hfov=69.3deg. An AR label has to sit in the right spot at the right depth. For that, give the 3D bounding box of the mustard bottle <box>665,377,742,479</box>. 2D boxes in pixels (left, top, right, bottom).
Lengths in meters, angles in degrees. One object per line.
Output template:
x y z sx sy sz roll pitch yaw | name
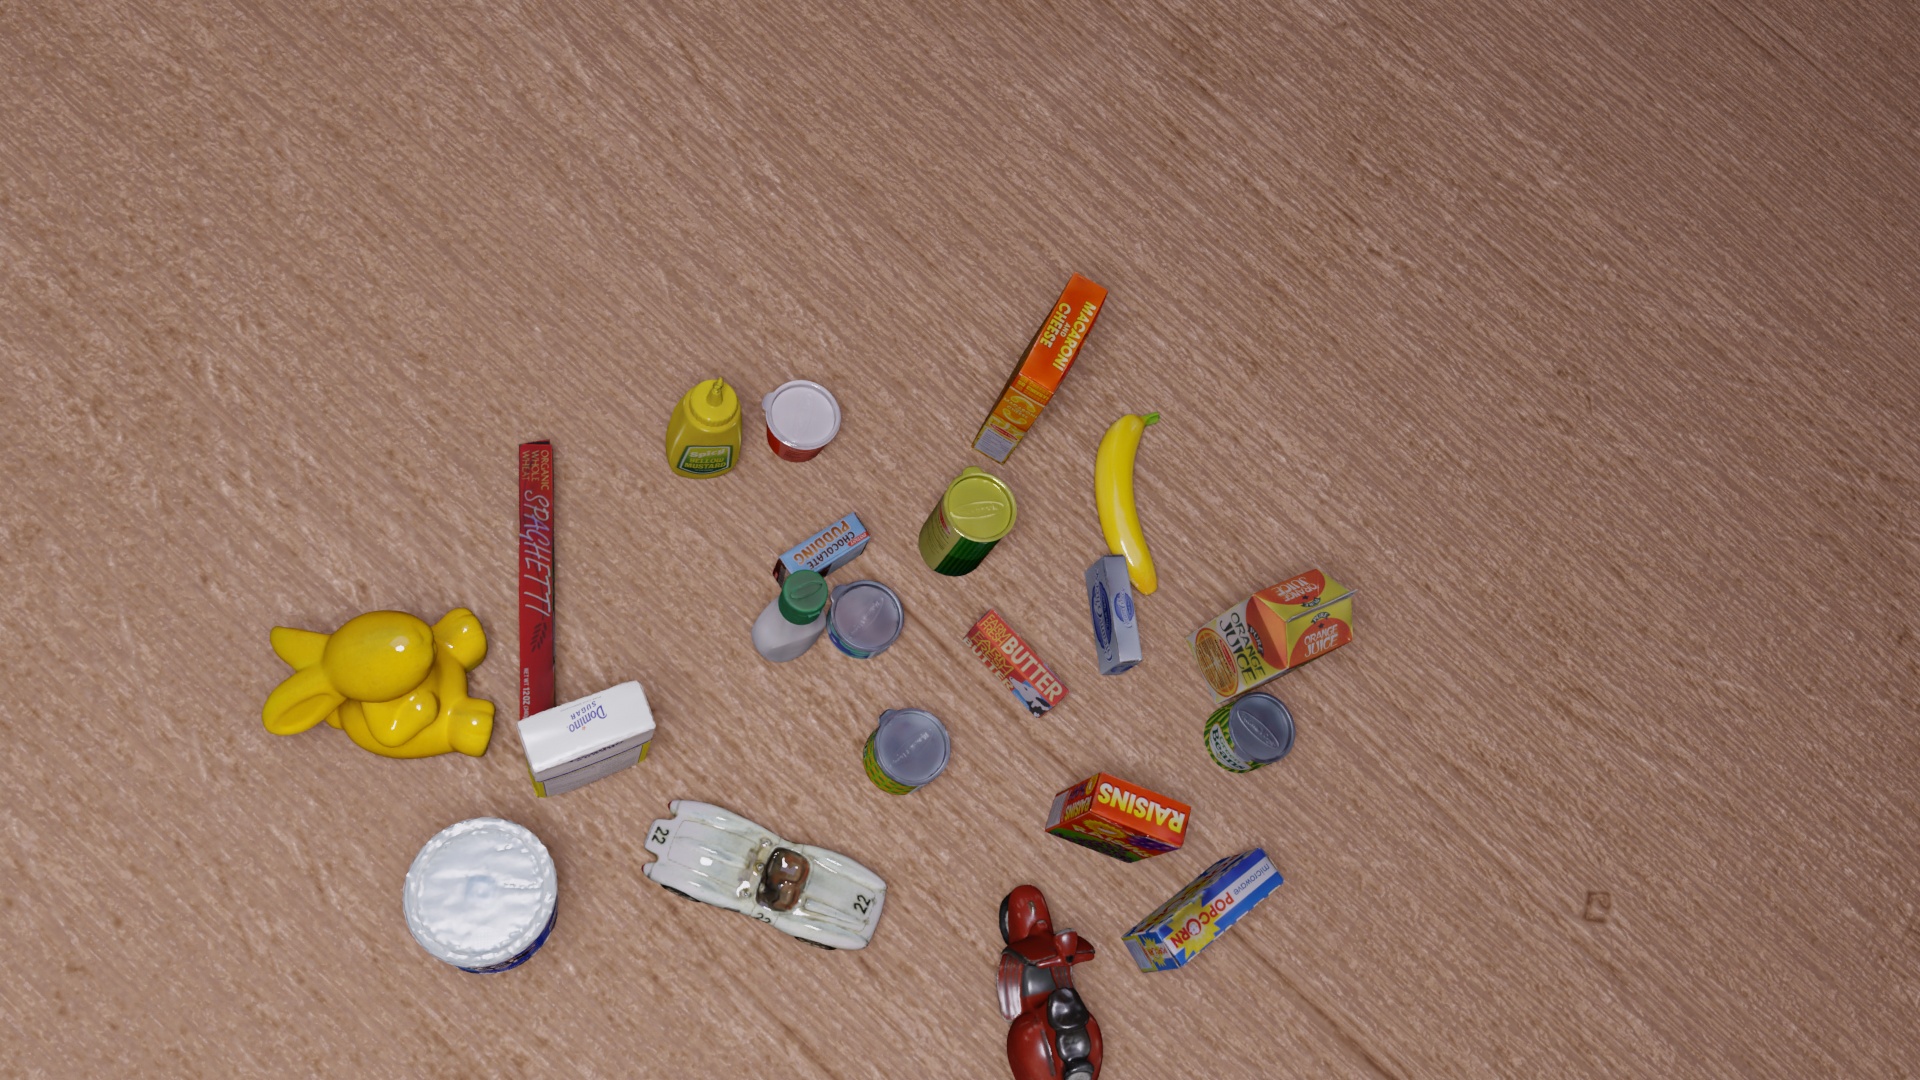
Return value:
-0.218 -0.100 1.196 0.065 0.159 0.049 -3 72 -16 | mustard bottle

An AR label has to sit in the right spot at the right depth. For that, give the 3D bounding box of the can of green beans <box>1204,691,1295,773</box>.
0.266 0.178 1.283 0.071 0.057 0.071 5 70 -14 | can of green beans

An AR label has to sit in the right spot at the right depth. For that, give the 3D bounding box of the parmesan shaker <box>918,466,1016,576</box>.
0.004 -0.016 1.257 0.071 0.102 0.071 5 70 -14 | parmesan shaker

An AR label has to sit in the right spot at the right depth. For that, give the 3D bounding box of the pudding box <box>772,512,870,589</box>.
-0.124 0.013 1.240 0.084 0.049 0.030 -33 82 -23 | pudding box

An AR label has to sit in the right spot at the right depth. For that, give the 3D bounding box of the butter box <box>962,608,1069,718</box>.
0.049 0.111 1.250 0.024 0.053 0.103 -41 85 -24 | butter box

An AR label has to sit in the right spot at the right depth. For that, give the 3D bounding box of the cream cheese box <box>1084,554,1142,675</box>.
0.142 0.070 1.291 0.024 0.053 0.104 -2 71 -16 | cream cheese box

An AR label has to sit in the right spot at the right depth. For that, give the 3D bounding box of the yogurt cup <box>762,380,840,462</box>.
-0.148 -0.106 1.275 0.072 0.053 0.072 5 69 -14 | yogurt cup

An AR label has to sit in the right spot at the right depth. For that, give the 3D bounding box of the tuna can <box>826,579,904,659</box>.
-0.088 0.070 1.239 0.071 0.032 0.071 5 69 -14 | tuna can

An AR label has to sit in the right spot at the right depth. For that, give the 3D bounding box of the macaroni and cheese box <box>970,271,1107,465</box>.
0.073 -0.157 1.293 0.040 0.165 0.124 30 66 -3 | macaroni and cheese box

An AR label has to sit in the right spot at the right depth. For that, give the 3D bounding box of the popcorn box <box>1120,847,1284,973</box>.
0.209 0.320 1.201 0.127 0.085 0.038 -31 81 -23 | popcorn box

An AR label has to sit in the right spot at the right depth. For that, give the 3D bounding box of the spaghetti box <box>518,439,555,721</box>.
-0.356 0.039 1.167 0.029 0.050 0.251 -1 71 -16 | spaghetti box

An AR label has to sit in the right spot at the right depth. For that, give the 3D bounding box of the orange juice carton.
0.282 0.083 1.248 0.072 0.192 0.073 -19 77 -21 | orange juice carton

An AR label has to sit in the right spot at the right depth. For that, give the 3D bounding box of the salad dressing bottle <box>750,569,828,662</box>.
-0.139 0.063 1.164 0.064 0.147 0.044 -22 78 -21 | salad dressing bottle

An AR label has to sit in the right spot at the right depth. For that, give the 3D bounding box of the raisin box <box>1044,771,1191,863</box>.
0.132 0.239 1.188 0.086 0.123 0.040 23 67 -7 | raisin box

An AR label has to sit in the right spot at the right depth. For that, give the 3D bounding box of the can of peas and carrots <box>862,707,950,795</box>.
-0.049 0.181 1.195 0.071 0.058 0.071 5 70 -14 | can of peas and carrots
